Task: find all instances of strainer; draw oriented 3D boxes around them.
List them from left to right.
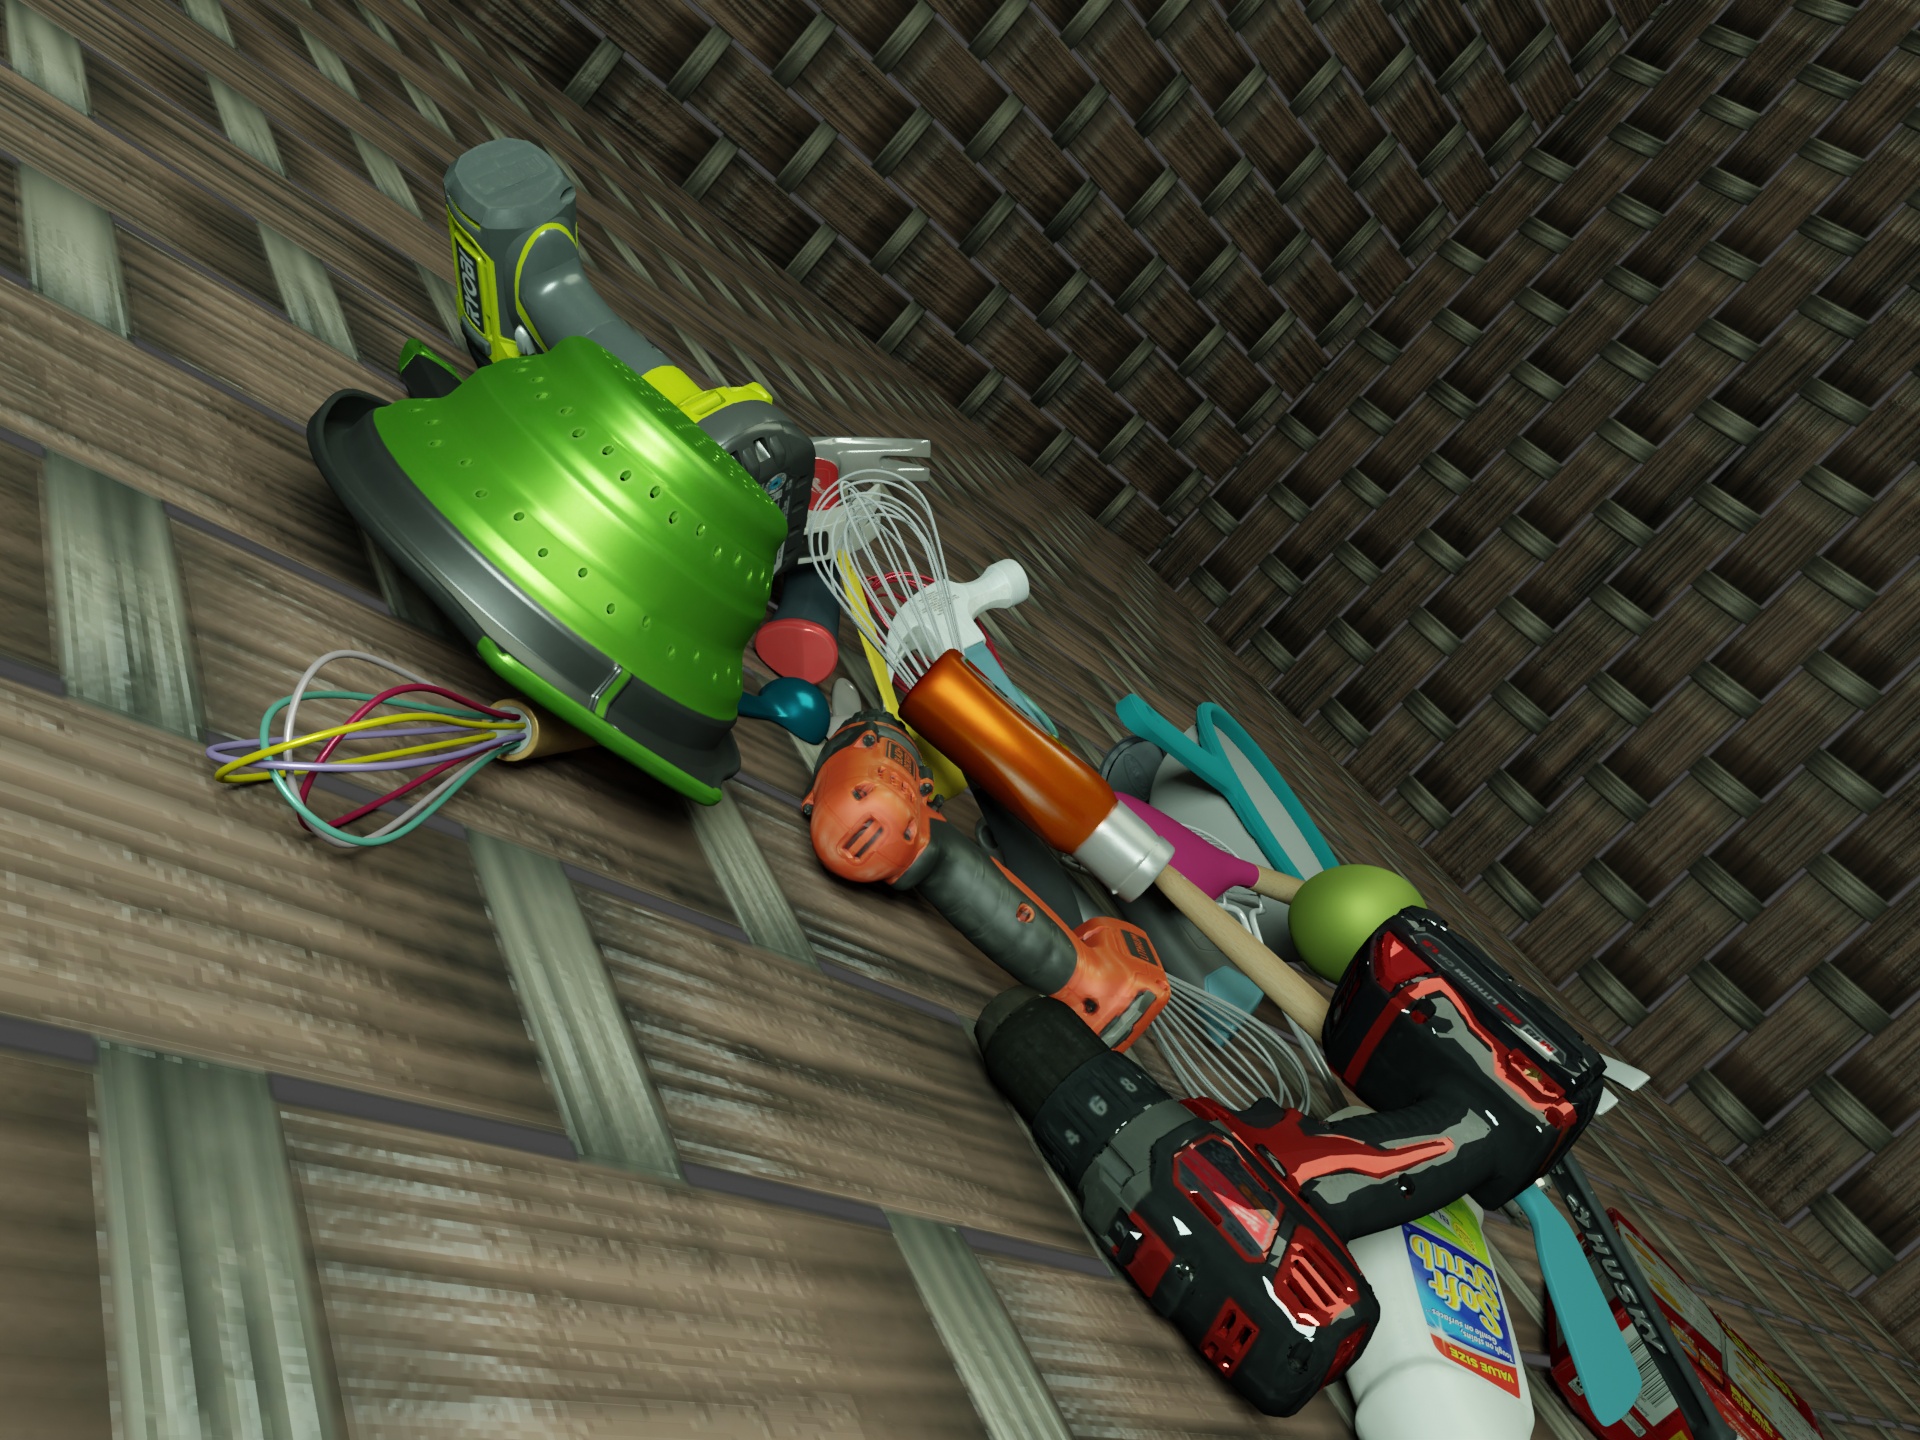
[{"bbox_3d":[0.166,0.074,1.100,0.340,0.095,0.211,34,26,-49],"label":"strainer"}]

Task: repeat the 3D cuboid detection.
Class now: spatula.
[{"bbox_3d":[0.196,0.180,0.748,0.318,0.044,0.082,44,18,30],"label":"spatula"}]

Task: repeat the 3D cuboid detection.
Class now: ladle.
[{"bbox_3d":[0.252,0.165,1.006,0.319,0.078,0.062,58,32,-64],"label":"ladle"}]

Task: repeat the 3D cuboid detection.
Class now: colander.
[{"bbox_3d":[-0.169,-0.117,0.671,0.204,0.094,0.398,39,6,-40],"label":"colander"}]

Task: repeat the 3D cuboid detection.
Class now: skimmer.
[{"bbox_3d":[0.176,0.197,0.910,0.127,0.090,0.364,13,41,-45],"label":"skimmer"}]

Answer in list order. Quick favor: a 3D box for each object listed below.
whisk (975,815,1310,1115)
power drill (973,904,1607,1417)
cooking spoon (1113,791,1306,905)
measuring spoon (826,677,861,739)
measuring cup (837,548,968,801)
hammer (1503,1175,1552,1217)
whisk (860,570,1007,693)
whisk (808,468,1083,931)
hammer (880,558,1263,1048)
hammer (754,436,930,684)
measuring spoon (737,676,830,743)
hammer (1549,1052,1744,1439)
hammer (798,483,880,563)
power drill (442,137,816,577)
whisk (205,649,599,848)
[{"bbox_3d":[0.091,0.129,0.841,0.239,0.055,0.055,43,11,25],"label":"whisk"},{"bbox_3d":[0.133,0.154,0.650,0.226,0.080,0.188,-17,48,-38],"label":"power drill"},{"bbox_3d":[0.185,0.096,0.941,0.318,0.017,0.069,22,36,-44],"label":"cooking spoon"},{"bbox_3d":[-0.060,-0.007,0.894,0.034,0.018,0.124,39,12,-15],"label":"measuring spoon"},{"bbox_3d":[-0.032,-0.028,0.889,0.156,0.029,0.062,70,17,8],"label":"measuring cup"},{"bbox_3d":[0.289,0.228,1.001,0.146,0.038,0.410,49,4,32],"label":"hammer"},{"bbox_3d":[0.036,0.007,1.066,0.295,0.073,0.073,45,11,-19],"label":"whisk"},{"bbox_3d":[0.000,-0.003,0.839,0.285,0.070,0.070,64,15,5],"label":"whisk"},{"bbox_3d":[0.066,0.044,0.924,0.331,0.128,0.033,54,-28,24],"label":"hammer"},{"bbox_3d":[-0.080,-0.117,1.027,0.143,0.038,0.387,0,26,-5],"label":"hammer"},{"bbox_3d":[-0.100,-0.015,0.787,0.042,0.021,0.128,48,12,23],"label":"measuring spoon"},{"bbox_3d":[0.347,0.321,0.734,0.409,0.036,0.149,61,-18,3],"label":"hammer"},{"bbox_3d":[-0.147,-0.168,1.041,0.130,0.031,0.332,-7,27,-20],"label":"hammer"},{"bbox_3d":[-0.176,-0.161,0.809,0.223,0.080,0.171,48,-27,16],"label":"power drill"},{"bbox_3d":[-0.153,0.005,0.516,0.051,0.047,0.245,43,9,5],"label":"whisk"}]
